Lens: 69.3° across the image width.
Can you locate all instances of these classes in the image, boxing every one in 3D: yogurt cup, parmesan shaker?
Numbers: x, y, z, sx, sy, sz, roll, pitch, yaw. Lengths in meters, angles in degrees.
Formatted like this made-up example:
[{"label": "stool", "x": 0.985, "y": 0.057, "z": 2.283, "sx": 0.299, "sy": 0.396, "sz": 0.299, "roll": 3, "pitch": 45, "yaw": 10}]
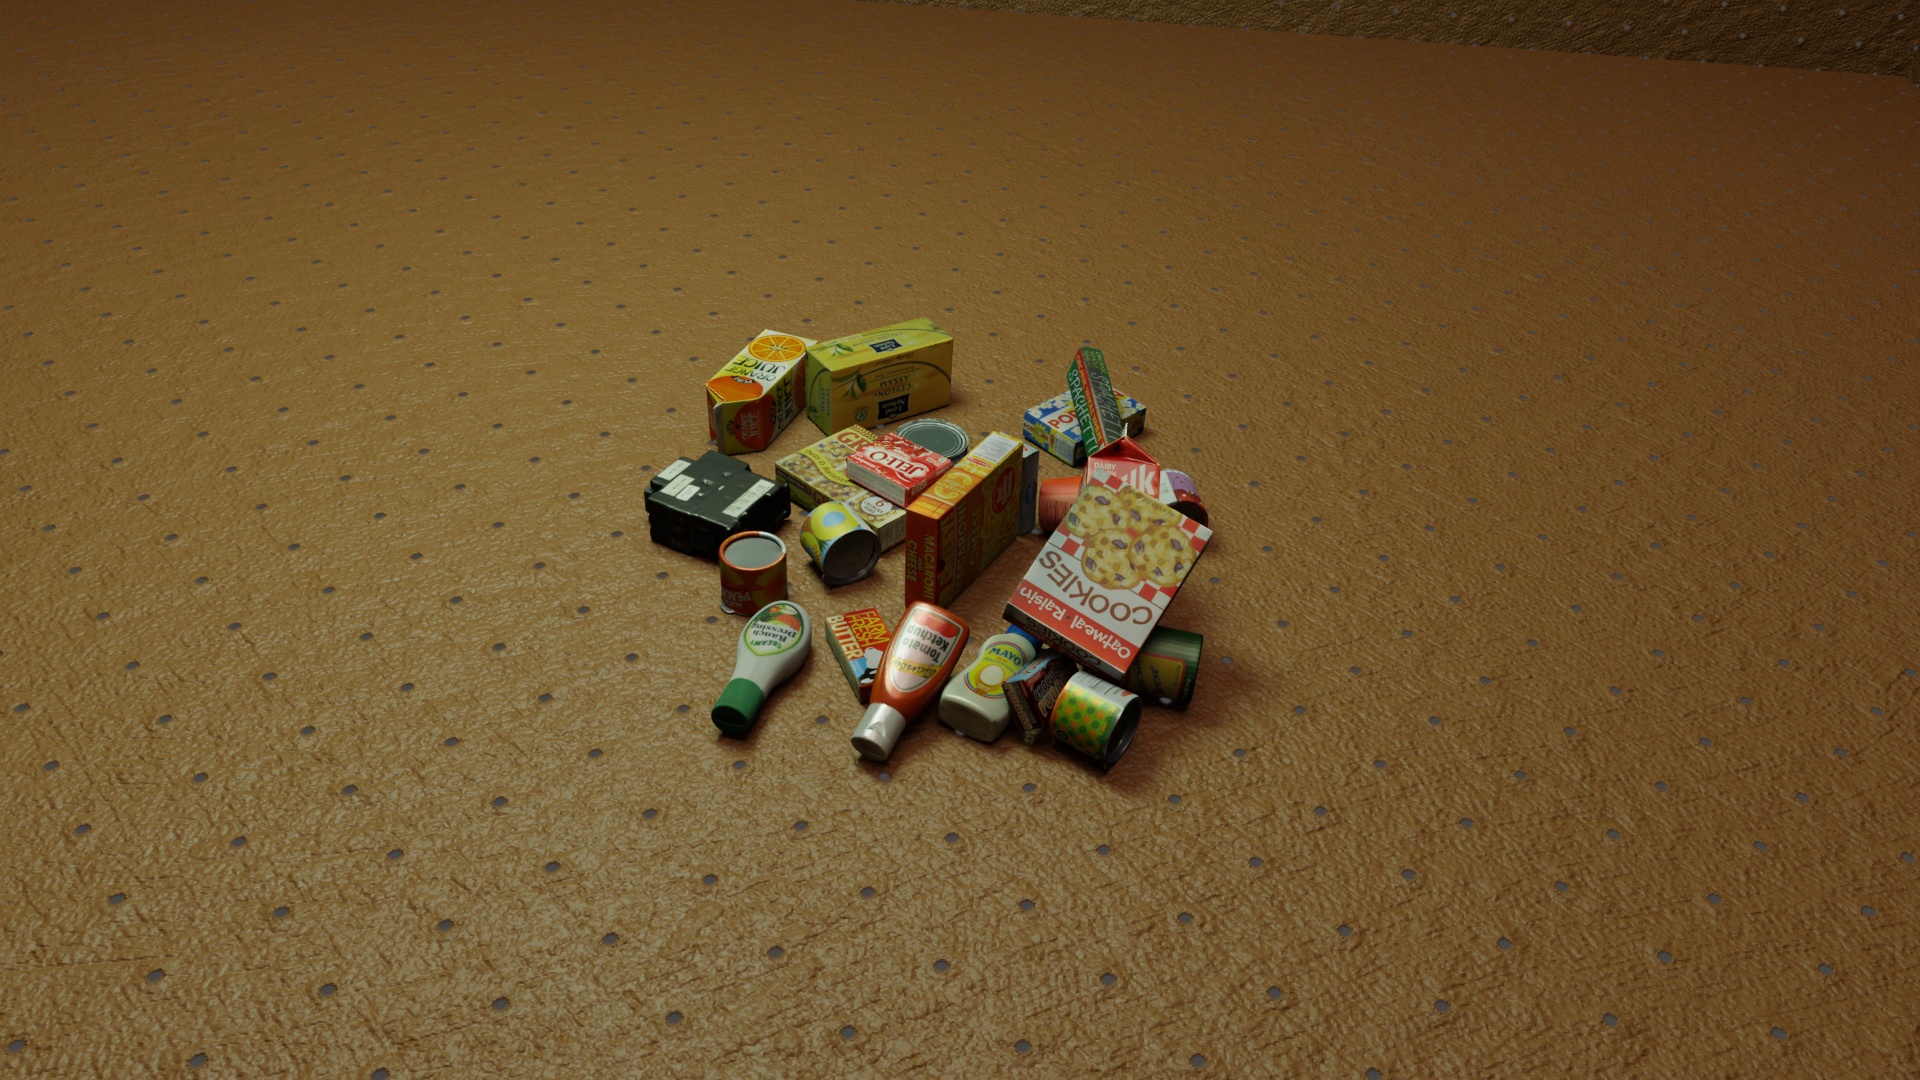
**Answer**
[{"label": "yogurt cup", "x": 0.114, "y": -0.037, "z": 1.485, "sx": 0.054, "sy": 0.072, "sz": 0.073, "roll": 3, "pitch": 36, "yaw": 12}, {"label": "parmesan shaker", "x": 0.169, "y": 0.107, "z": 1.286, "sx": 0.103, "sy": 0.071, "sz": 0.072, "roll": 11, "pitch": 37, "yaw": 9}]

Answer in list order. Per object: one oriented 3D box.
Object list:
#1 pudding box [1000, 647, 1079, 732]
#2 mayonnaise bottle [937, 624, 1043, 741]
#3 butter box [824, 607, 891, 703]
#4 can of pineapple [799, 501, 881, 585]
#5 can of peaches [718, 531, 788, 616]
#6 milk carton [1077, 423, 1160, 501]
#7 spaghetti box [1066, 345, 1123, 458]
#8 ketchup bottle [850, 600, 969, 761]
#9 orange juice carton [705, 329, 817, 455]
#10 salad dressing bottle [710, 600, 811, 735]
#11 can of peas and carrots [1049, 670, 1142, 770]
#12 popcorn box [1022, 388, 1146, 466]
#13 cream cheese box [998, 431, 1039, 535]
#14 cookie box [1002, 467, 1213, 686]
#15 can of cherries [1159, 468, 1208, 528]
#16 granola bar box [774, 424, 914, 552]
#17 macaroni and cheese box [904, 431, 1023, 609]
[{"label": "pudding box", "x": 0.075, "y": 0.131, "z": 1.246, "sx": 0.030, "sy": 0.049, "sz": 0.084, "roll": -17, "pitch": 8, "yaw": 37}, {"label": "mayonnaise bottle", "x": 0.037, "y": 0.120, "z": 1.280, "sx": 0.065, "sy": 0.041, "sz": 0.149, "roll": 24, "pitch": 41, "yaw": 15}, {"label": "butter box", "x": -0.087, "y": 0.106, "z": 1.303, "sx": 0.053, "sy": 0.024, "sz": 0.104, "roll": -11, "pitch": 39, "yaw": -21}, {"label": "can of pineapple", "x": -0.124, "y": 0.003, "z": 1.406, "sx": 0.071, "sy": 0.070, "sz": 0.058, "roll": -17, "pitch": 41, "yaw": -26}, {"label": "can of peaches", "x": -0.205, "y": 0.033, "z": 1.364, "sx": 0.071, "sy": 0.057, "sz": 0.071, "roll": 3, "pitch": 36, "yaw": -2}, {"label": "milk carton", "x": 0.151, "y": -0.015, "z": 1.351, "sx": 0.073, "sy": 0.072, "sz": 0.191, "roll": 6, "pitch": 67, "yaw": -2}, {"label": "spaghetti box", "x": 0.160, "y": -0.116, "z": 1.555, "sx": 0.029, "sy": 0.049, "sz": 0.251, "roll": 5, "pitch": 49, "yaw": -17}, {"label": "ketchup bottle", "x": -0.049, "y": 0.126, "z": 1.237, "sx": 0.065, "sy": 0.043, "sz": 0.149, "roll": 25, "pitch": 57, "yaw": 6}, {"label": "orange juice carton", "x": -0.238, "y": -0.169, "z": 1.623, "sx": 0.073, "sy": 0.071, "sz": 0.194, "roll": 14, "pitch": 37, "yaw": 15}, {"label": "salad dressing bottle", "x": -0.182, "y": 0.115, "z": 1.265, "sx": 0.064, "sy": 0.043, "sz": 0.148, "roll": 12, "pitch": 37, "yaw": 9}, {"label": "can of peas and carrots", "x": 0.118, "y": 0.158, "z": 1.220, "sx": 0.059, "sy": 0.070, "sz": 0.071, "roll": 24, "pitch": 41, "yaw": 26}, {"label": "popcorn box", "x": 0.147, "y": -0.141, "z": 1.647, "sx": 0.127, "sy": 0.038, "sz": 0.085, "roll": -27, "pitch": 47, "yaw": -35}, {"label": "cream cheese box", "x": 0.055, "y": -0.060, "z": 1.476, "sx": 0.053, "sy": 0.103, "sz": 0.024, "roll": 32, "pitch": 47, "yaw": 34}, {"label": "cookie box", "x": 0.134, "y": 0.032, "z": 1.265, "sx": 0.123, "sy": 0.040, "sz": 0.168, "roll": 31, "pitch": 66, "yaw": 11}, {"label": "can of cherries", "x": 0.229, "y": -0.033, "z": 1.487, "sx": 0.071, "sy": 0.071, "sz": 0.059, "roll": -2, "pitch": 37, "yaw": -8}, {"label": "granola bar box", "x": -0.102, "y": -0.058, "z": 1.512, "sx": 0.166, "sy": 0.038, "sz": 0.125, "roll": 31, "pitch": 44, "yaw": 32}, {"label": "macaroni and cheese box", "x": 0.005, "y": -0.018, "z": 1.396, "sx": 0.040, "sy": 0.123, "sz": 0.167, "roll": 21, "pitch": 40, "yaw": 23}]
